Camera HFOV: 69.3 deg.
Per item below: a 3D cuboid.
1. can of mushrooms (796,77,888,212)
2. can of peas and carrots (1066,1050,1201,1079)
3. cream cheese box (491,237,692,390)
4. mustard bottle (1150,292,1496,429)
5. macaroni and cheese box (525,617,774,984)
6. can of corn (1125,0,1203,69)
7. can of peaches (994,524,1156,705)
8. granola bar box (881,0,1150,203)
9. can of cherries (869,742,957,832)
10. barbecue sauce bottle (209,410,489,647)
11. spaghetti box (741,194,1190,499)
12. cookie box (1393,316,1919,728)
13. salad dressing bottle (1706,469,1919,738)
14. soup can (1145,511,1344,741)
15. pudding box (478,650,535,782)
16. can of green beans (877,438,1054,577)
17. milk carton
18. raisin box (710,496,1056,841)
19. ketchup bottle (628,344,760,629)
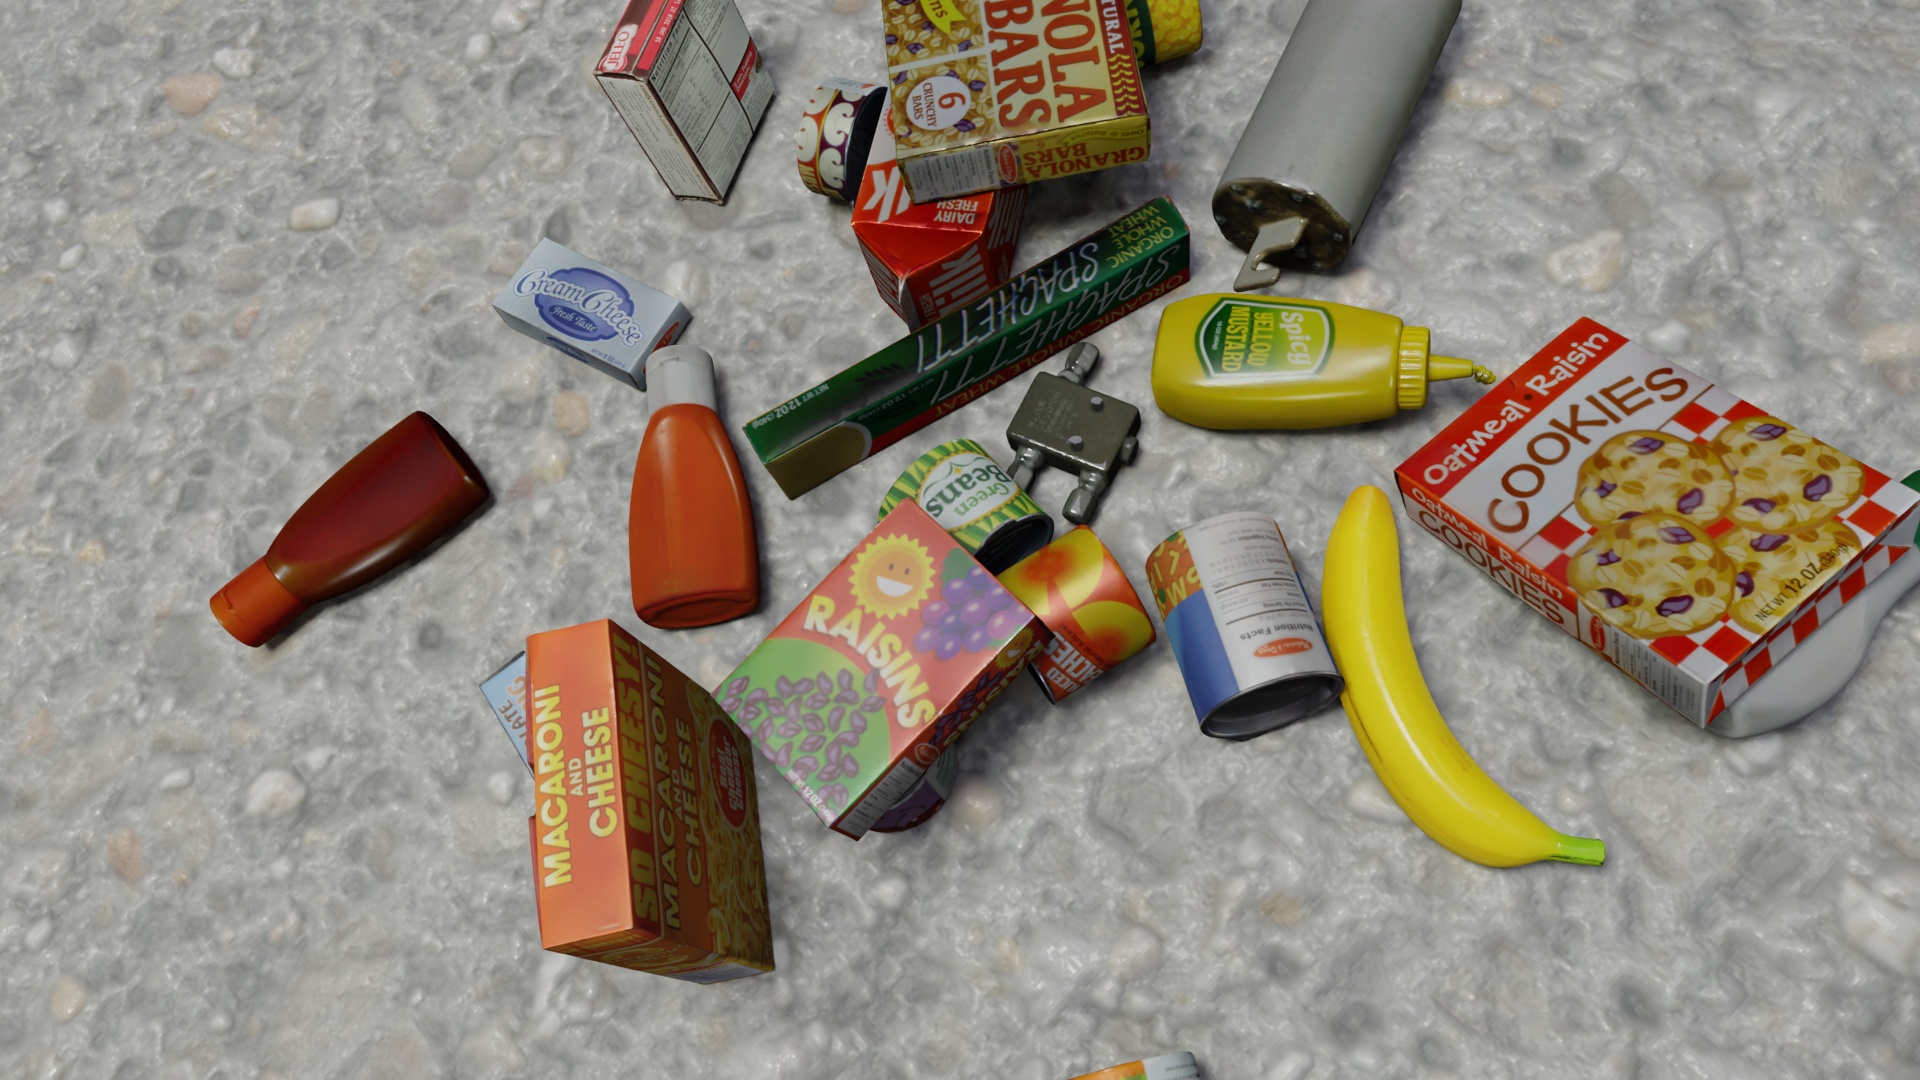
[{"bbox_3d":[-0.062,-0.221,0.776,0.033,0.071,0.071,18,73,17],"label":"can of mushrooms"},{"bbox_3d":[0.068,0.244,0.559,0.071,0.070,0.059,-16,65,4],"label":"can of peas and carrots"},{"bbox_3d":[-0.209,-0.129,0.788,0.104,0.024,0.053,26,74,19],"label":"cream cheese box"},{"bbox_3d":[0.176,-0.087,0.676,0.160,0.048,0.065,4,69,20],"label":"mustard bottle"},{"bbox_3d":[-0.129,0.118,0.593,0.040,0.166,0.124,-14,66,6],"label":"macaroni and cheese box"},{"bbox_3d":[0.099,-0.296,0.775,0.058,0.071,0.071,-16,66,4],"label":"can of corn"},{"bbox_3d":[0.051,0.035,0.647,0.058,0.071,0.071,-31,66,-3],"label":"can of peaches"},{"bbox_3d":[0.024,-0.261,0.712,0.124,0.039,0.166,-9,67,5],"label":"granola bar box"},{"bbox_3d":[-0.041,0.099,0.644,0.071,0.058,0.072,-4,69,10],"label":"can of cherries"},{"bbox_3d":[-0.331,-0.003,0.749,0.149,0.043,0.065,-39,66,-6],"label":"barbecue sauce bottle"},{"bbox_3d":[0.007,-0.100,0.721,0.250,0.050,0.029,-29,68,-2],"label":"spaghetti box"},{"bbox_3d":[0.298,-0.016,0.611,0.123,0.040,0.168,-38,48,-6],"label":"cookie box"},{"bbox_3d":[0.376,0.025,0.603,0.148,0.044,0.064,-36,62,-6],"label":"salad dressing bottle"},{"bbox_3d":[0.126,0.040,0.632,0.071,0.071,0.084,-18,62,3],"label":"soup can"},{"bbox_3d":[-0.195,0.099,0.677,0.030,0.049,0.084,-36,67,-6],"label":"pudding box"},{"bbox_3d":[0.002,-0.007,0.675,0.071,0.071,0.058,-40,66,-7],"label":"can of green beans"},{"bbox_3d":[-0.006,-0.193,0.749,0.073,0.072,0.191,8,70,13],"label":"milk carton"},{"bbox_3d":[-0.033,0.055,0.602,0.123,0.040,0.086,-46,64,-4],"label":"raisin box"},{"bbox_3d":[-0.142,-0.031,0.724,0.065,0.043,0.149,-11,66,5],"label":"ketchup bottle"}]
